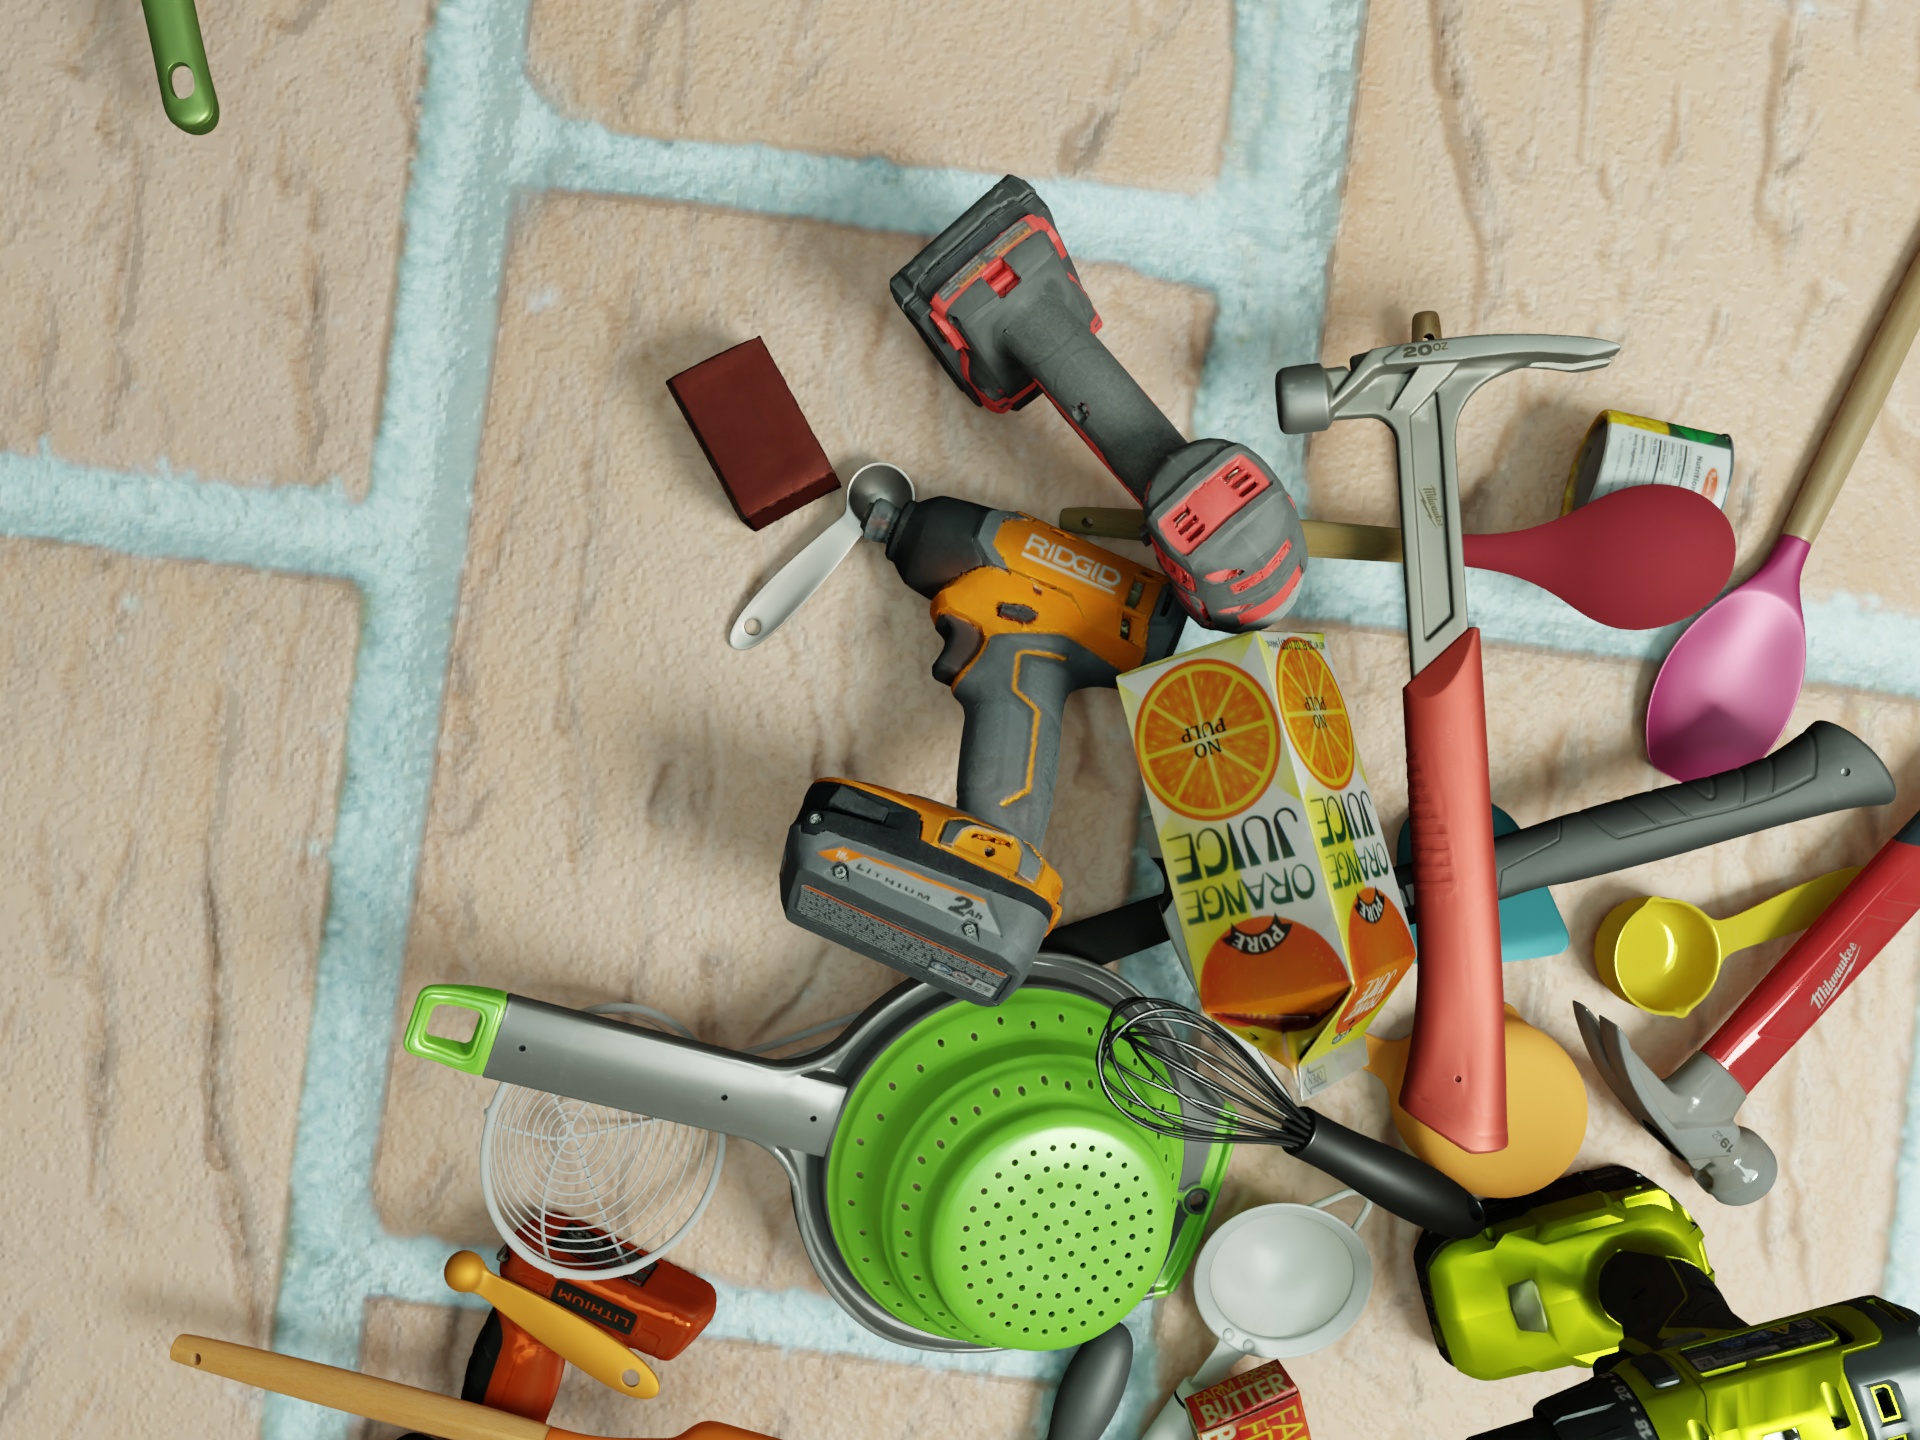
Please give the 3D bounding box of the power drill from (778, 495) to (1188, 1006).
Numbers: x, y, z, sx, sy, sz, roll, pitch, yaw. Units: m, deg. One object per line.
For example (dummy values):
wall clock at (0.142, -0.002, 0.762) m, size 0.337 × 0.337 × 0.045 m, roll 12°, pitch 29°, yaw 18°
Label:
power drill at (-0.001, -0.002, 0.734) m, size 0.164 × 0.084 × 0.227 m, roll 24°, pitch 62°, yaw 1°

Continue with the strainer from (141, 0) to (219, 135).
strainer at (-0.390, -0.405, 0.778) m, size 0.151 × 0.069 × 0.256 m, roll -12°, pitch 90°, yaw -2°

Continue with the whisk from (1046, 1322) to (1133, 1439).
whisk at (0.019, 0.427, 0.777) m, size 0.070 × 0.070 × 0.284 m, roll 25°, pitch 84°, yaw 1°

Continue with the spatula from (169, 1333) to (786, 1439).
spatula at (-0.216, 0.329, 0.729) m, size 0.322 × 0.041 × 0.081 m, roll 11°, pitch 92°, yaw 6°

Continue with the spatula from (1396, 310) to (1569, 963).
spatula at (0.240, -0.043, 0.777) m, size 0.082 × 0.044 × 0.317 m, roll -4°, pitch 92°, yaw 6°

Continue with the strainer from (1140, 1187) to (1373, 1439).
strainer at (0.118, 0.324, 0.782) m, size 0.087 × 0.050 × 0.258 m, roll 32°, pitch 96°, yaw -8°

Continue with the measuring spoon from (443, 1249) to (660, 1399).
measuring spoon at (-0.191, 0.283, 0.740) m, size 0.117 × 0.011 × 0.021 m, roll 32°, pitch 92°, yaw 1°

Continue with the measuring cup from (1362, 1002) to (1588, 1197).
measuring cup at (0.220, 0.172, 0.774) m, size 0.173 × 0.052 × 0.095 m, roll 21°, pitch 90°, yaw -1°

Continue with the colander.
colander at (-0.044, 0.190, 0.699) m, size 0.397 × 0.094 × 0.204 m, roll 18°, pitch 94°, yaw -17°

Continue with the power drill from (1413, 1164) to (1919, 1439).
power drill at (0.278, 0.274, 0.685) m, size 0.190 × 0.228 × 0.080 m, roll -15°, pitch 90°, yaw 0°

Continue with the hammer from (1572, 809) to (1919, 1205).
hammer at (0.459, 0.052, 0.763) m, size 0.386 × 0.038 × 0.143 m, roll -46°, pitch 113°, yaw -3°

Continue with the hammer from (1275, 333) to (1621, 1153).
hammer at (0.227, 0.008, 0.711) m, size 0.149 × 0.036 × 0.359 m, roll -4°, pitch 86°, yaw 11°

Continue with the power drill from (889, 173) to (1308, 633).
power drill at (0.073, -0.130, 0.722) m, size 0.078 × 0.143 × 0.220 m, roll -40°, pitch 69°, yaw 5°

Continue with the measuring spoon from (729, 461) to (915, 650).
measuring spoon at (-0.071, -0.081, 0.802) m, size 0.124 × 0.018 × 0.034 m, roll -44°, pitch 97°, yaw 7°

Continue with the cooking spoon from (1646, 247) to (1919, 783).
cooking spoon at (0.427, -0.112, 0.792) m, size 0.069 × 0.017 × 0.319 m, roll 26°, pitch 90°, yaw 0°

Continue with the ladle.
ladle at (0.202, -0.086, 0.761) m, size 0.315 × 0.031 × 0.069 m, roll 6°, pitch 108°, yaw 14°

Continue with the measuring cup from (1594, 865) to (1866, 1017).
measuring cup at (0.387, 0.100, 0.792) m, size 0.156 × 0.029 × 0.062 m, roll -17°, pitch 94°, yaw -11°

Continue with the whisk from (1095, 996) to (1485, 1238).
whisk at (0.152, 0.185, 0.708) m, size 0.238 × 0.055 × 0.055 m, roll 30°, pitch 90°, yaw -23°

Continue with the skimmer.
skimmer at (-0.044, 0.155, 0.758) m, size 0.363 × 0.090 × 0.127 m, roll -20°, pitch 98°, yaw 0°

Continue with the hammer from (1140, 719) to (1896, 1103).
hammer at (0.263, 0.071, 0.743) m, size 0.335 × 0.035 × 0.146 m, roll -16°, pitch 85°, yaw 4°
